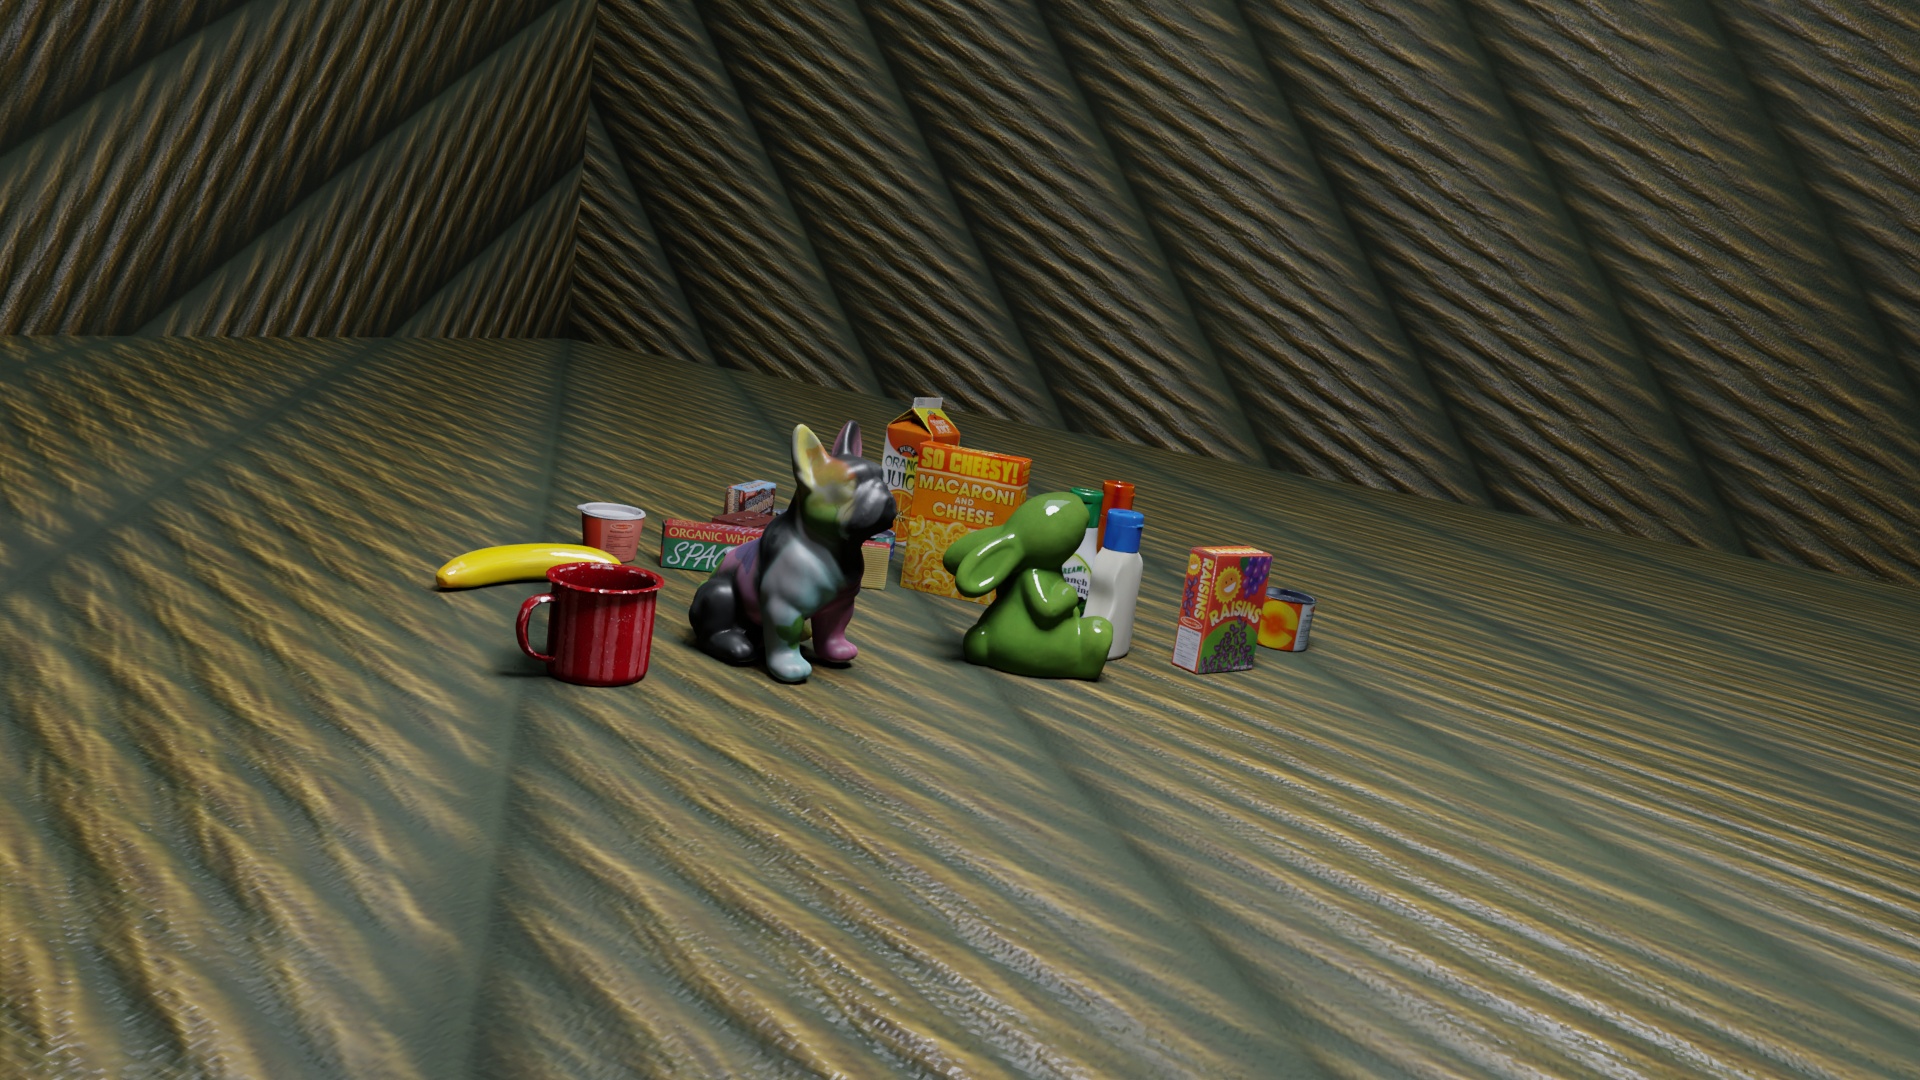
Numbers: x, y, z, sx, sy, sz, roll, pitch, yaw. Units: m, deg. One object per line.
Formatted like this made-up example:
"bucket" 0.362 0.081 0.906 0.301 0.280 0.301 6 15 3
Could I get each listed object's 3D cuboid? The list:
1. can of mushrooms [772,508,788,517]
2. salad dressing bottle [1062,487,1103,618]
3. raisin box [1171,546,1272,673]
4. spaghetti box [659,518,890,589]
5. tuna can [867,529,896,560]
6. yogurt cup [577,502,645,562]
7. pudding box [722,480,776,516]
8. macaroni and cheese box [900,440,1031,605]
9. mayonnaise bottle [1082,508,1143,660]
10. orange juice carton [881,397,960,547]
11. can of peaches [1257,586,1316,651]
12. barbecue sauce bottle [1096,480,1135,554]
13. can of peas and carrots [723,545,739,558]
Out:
"can of mushrooms" -0.202 -0.018 1.736 0.071 0.033 0.071 8 11 -1
"salad dressing bottle" 0.125 0.017 1.503 0.064 0.147 0.044 10 11 7
"raisin box" 0.265 0.069 1.408 0.086 0.123 0.040 0 13 -36
"spaghetti box" -0.203 0.015 1.526 0.250 0.050 0.029 6 11 -10
"tuna can" -0.113 0.004 1.694 0.071 0.032 0.071 8 11 -1
"yogurt cup" -0.378 -0.008 1.505 0.072 0.053 0.072 8 11 -1
"pudding box" -0.273 -0.049 1.798 0.030 0.049 0.084 12 12 19
"macaroni and cheese box" 0.006 -0.019 1.553 0.124 0.166 0.040 11 11 14
"mayonnaise bottle" 0.154 0.044 1.392 0.041 0.147 0.065 16 13 36
"orange juice carton" -0.054 -0.090 1.797 0.073 0.192 0.072 14 12 29
"can of peaches" 0.357 0.087 1.553 0.071 0.058 0.071 8 11 -1
"barbecue sauce bottle" 0.170 0.007 1.586 0.044 0.148 0.065 10 11 8
"can of peas and carrots" -0.204 0.042 1.371 0.071 0.058 0.071 8 11 -1
